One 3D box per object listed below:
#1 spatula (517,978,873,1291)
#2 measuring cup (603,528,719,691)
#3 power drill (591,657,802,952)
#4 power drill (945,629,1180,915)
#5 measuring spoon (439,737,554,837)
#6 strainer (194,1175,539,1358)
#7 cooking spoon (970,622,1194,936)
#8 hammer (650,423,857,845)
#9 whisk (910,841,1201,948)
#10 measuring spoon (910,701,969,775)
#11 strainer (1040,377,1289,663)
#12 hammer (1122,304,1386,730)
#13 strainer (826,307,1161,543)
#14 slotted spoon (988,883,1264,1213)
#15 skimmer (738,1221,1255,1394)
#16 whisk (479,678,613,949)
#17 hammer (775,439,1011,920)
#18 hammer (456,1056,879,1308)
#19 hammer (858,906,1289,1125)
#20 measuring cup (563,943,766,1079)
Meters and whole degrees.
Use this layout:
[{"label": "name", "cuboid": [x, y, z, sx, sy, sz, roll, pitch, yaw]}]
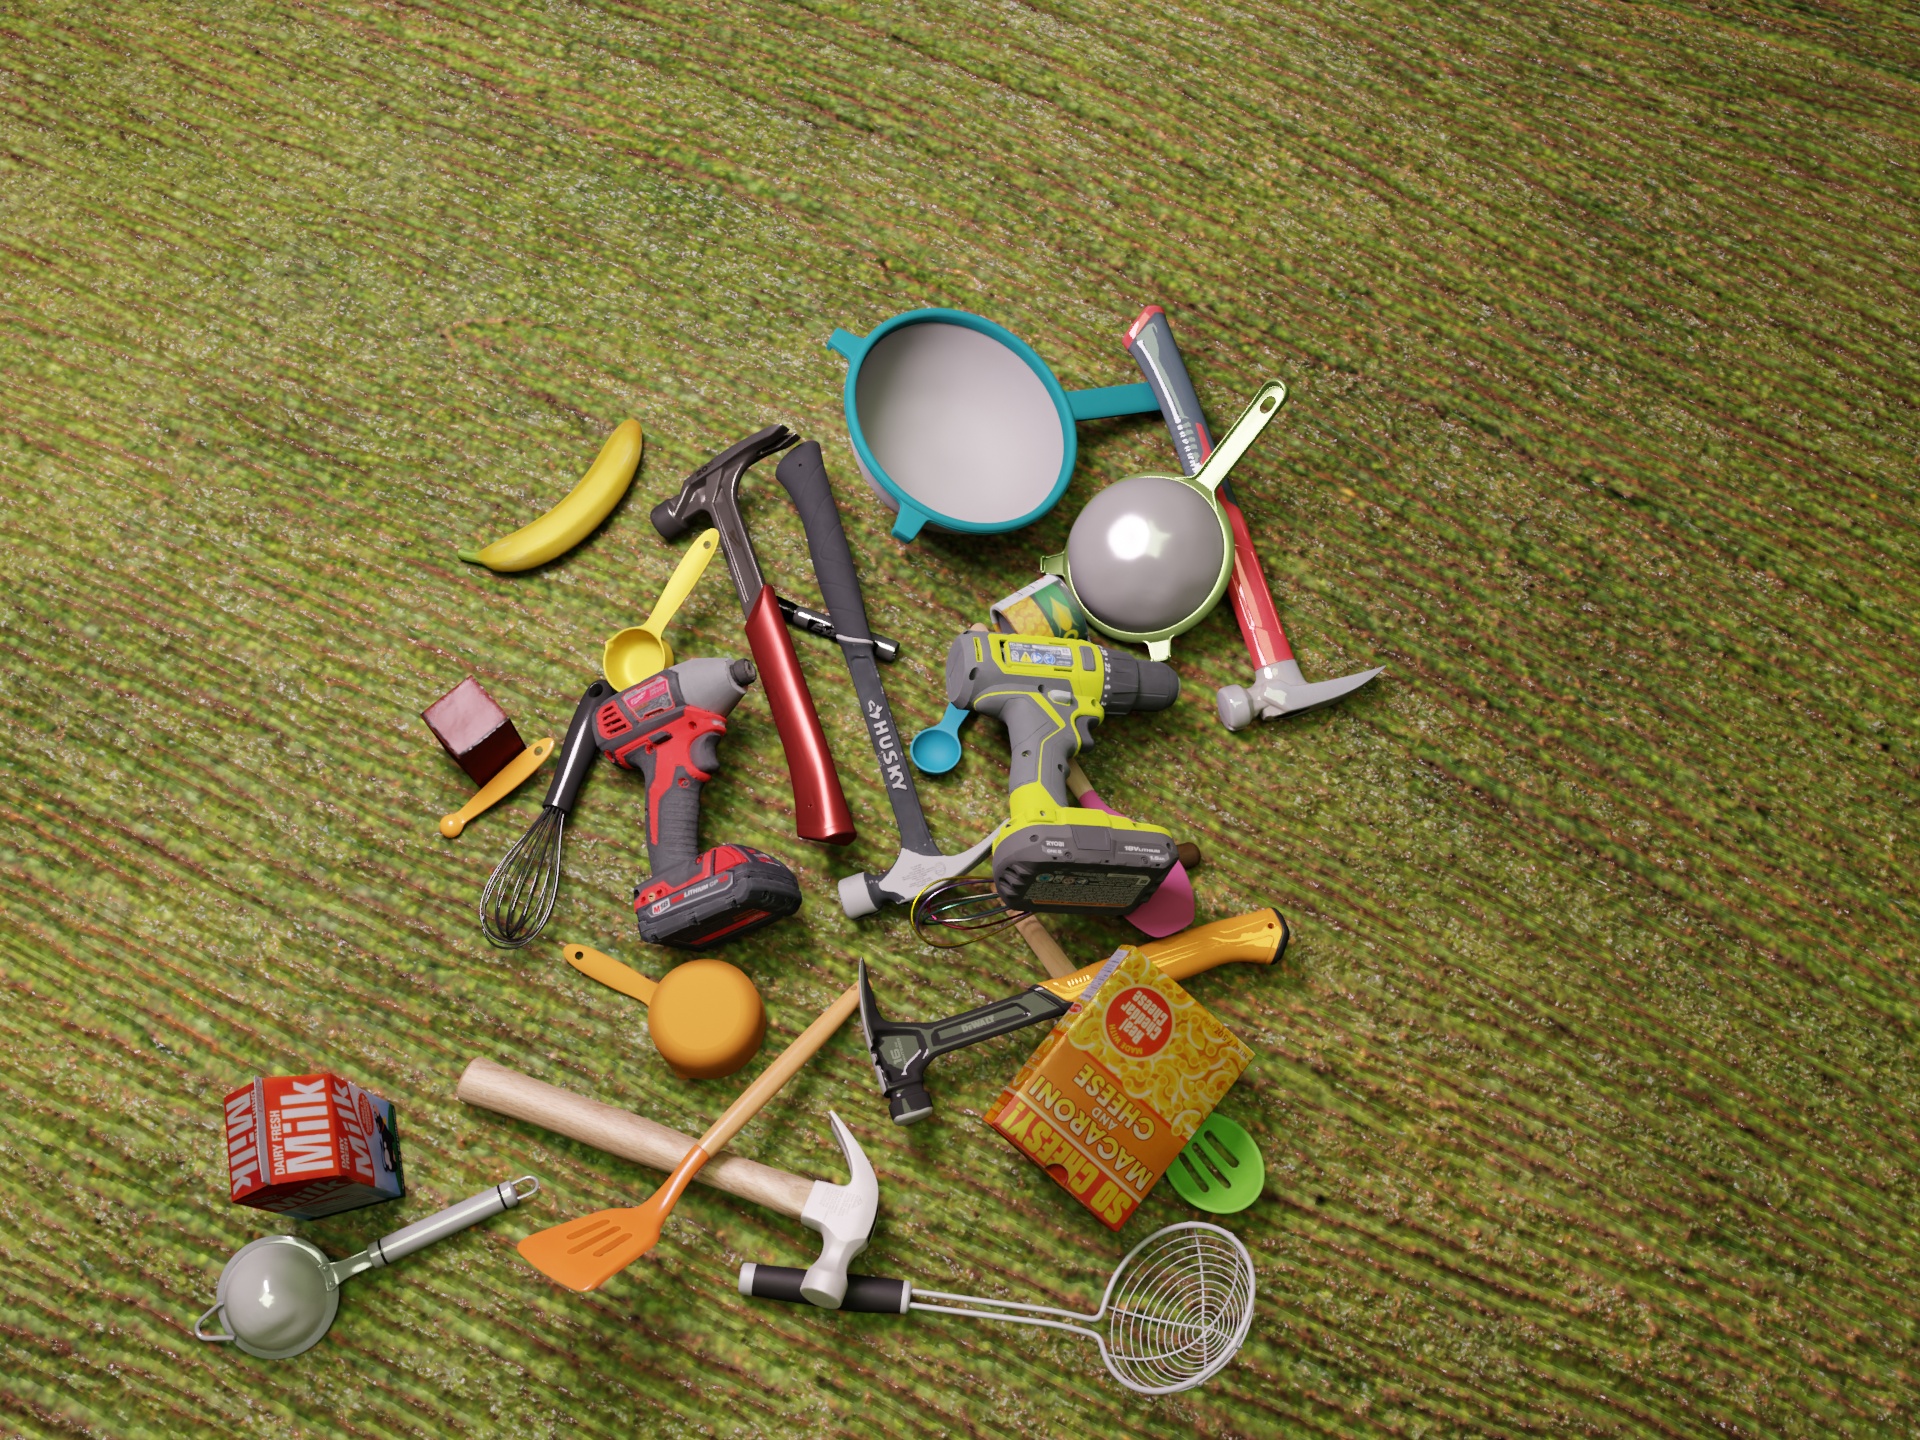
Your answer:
[{"label": "spatula", "cuboid": [-0.173, 0.290, 1.152, 0.081, 0.041, 0.323, 13, 44, 40]}, {"label": "measuring cup", "cuboid": [-0.240, -0.090, 1.324, 0.062, 0.029, 0.156, 32, 91, 17]}, {"label": "power drill", "cuboid": [-0.204, 0.058, 1.246, 0.143, 0.078, 0.220, -25, 67, 18]}, {"label": "power drill", "cuboid": [0.095, 0.032, 1.234, 0.190, 0.080, 0.229, 5, 53, -17]}, {"label": "measuring spoon", "cuboid": [-0.376, 0.053, 1.286, 0.117, 0.011, 0.021, -40, 66, -3]}, {"label": "strainer", "cuboid": [-0.430, 0.389, 1.151, 0.258, 0.050, 0.087, -23, 86, -13]}, {"label": "cooking spoon", "cuboid": [0.089, 0.041, 1.285, 0.068, 0.017, 0.319, -21, 61, -22]}, {"label": "hammer", "cuboid": [-0.146, -0.065, 1.295, 0.149, 0.036, 0.359, -30, 66, 19]}, {"label": "whisk", "cuboid": [0.077, 0.128, 1.251, 0.245, 0.051, 0.047, -12, 57, -17]}, {"label": "measuring spoon", "cuboid": [-0.002, -0.004, 1.332, 0.042, 0.021, 0.129, 23, 61, 10]}, {"label": "strainer", "cuboid": [0.180, -0.184, 1.317, 0.152, 0.069, 0.256, 42, 100, 25]}, {"label": "hammer", "cuboid": [0.237, -0.188, 1.376, 0.143, 0.038, 0.386, -15, 76, -9]}, {"label": "strainer", "cuboid": [0.042, -0.253, 1.400, 0.340, 0.095, 0.211, -13, 77, -29]}, {"label": "slotted spoon", "cuboid": [0.120, 0.244, 1.229, 0.070, 0.031, 0.314, -34, 71, -14]}, {"label": "skimmer", "cuboid": [0.022, 0.401, 1.130, 0.363, 0.090, 0.127, 6, 40, 3]}, {"label": "whisk", "cuboid": [-0.327, 0.071, 1.278, 0.055, 0.055, 0.239, 14, 64, 4]}, {"label": "hammer", "cuboid": [-0.077, -0.050, 1.308, 0.149, 0.036, 0.409, -19, 72, 5]}, {"label": "hammer", "cuboid": [-0.217, 0.315, 1.176, 0.331, 0.031, 0.130, 17, 50, 10]}, {"label": "hammer", "cuboid": [0.090, 0.199, 1.217, 0.337, 0.034, 0.127, -16, 67, -9]}, {"label": "measuring cup", "cuboid": [-0.232, 0.208, 1.218, 0.173, 0.052, 0.095, 25, 70, 6]}]
